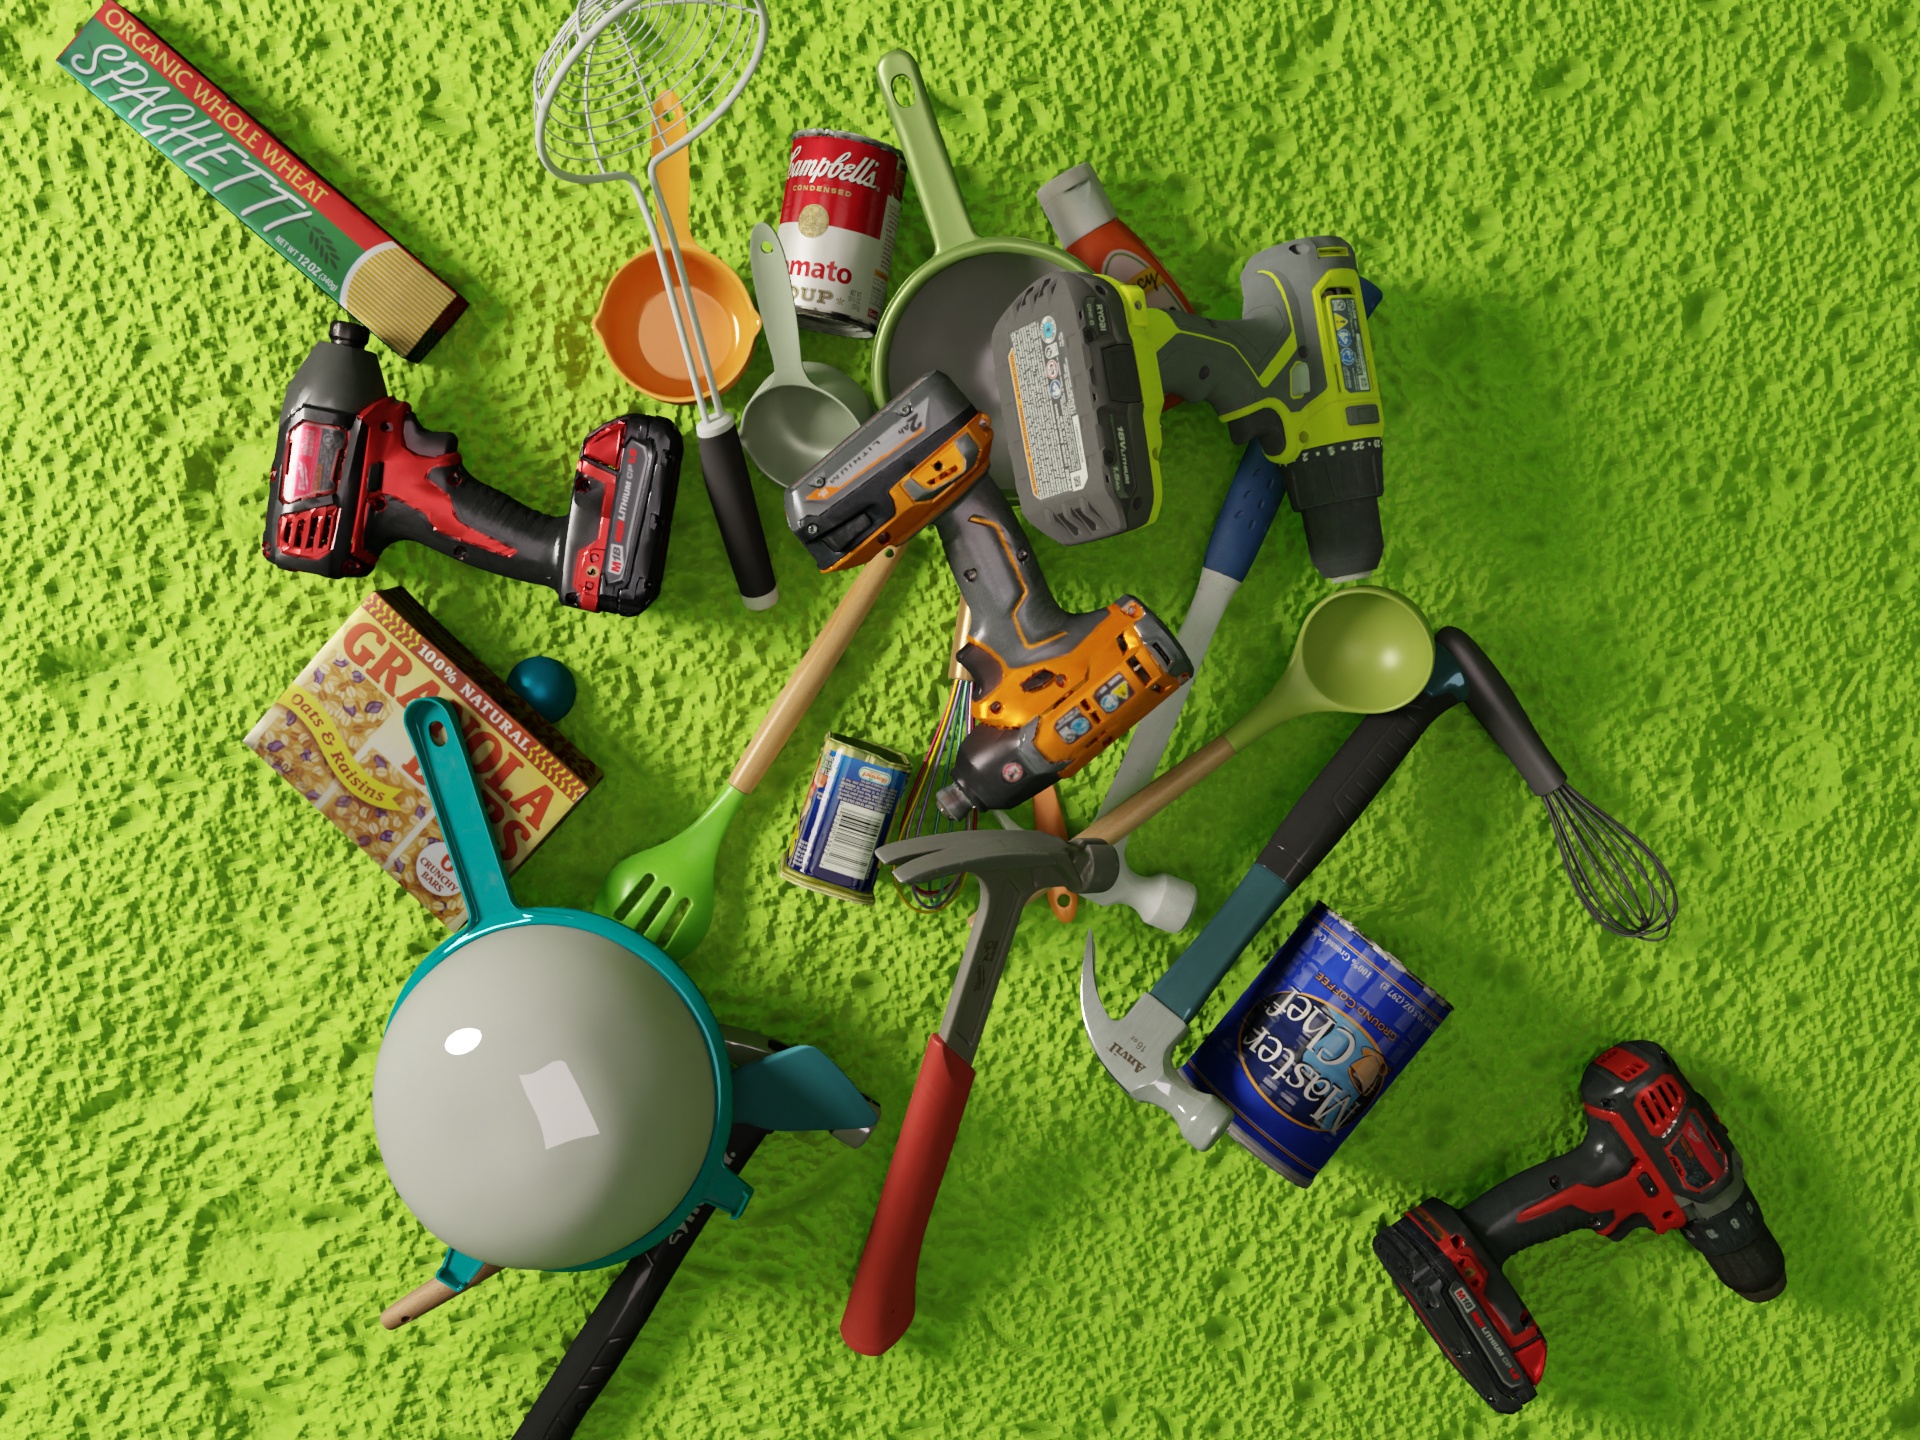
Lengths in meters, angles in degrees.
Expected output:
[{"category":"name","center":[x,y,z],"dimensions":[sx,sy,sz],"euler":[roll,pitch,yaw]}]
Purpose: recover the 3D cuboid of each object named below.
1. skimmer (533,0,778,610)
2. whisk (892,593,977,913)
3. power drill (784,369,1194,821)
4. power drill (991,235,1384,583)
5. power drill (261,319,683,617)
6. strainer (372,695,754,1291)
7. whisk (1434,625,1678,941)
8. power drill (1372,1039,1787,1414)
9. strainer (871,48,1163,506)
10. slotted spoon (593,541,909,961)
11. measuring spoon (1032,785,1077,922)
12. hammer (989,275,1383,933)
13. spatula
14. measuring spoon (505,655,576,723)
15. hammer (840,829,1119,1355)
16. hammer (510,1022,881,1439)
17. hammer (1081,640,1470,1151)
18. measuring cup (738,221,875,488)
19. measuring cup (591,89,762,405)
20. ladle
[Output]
[{"category":"skimmer","center":[-0.126,-0.198,0.823],"dimensions":[0.127,0.090,0.362],"euler":[-33,134,-26]},{"category":"whisk","center":[-0.003,-0.003,0.960],"dimensions":[0.047,0.051,0.245],"euler":[9,92,1]},{"category":"power drill","center":[0.002,-0.060,0.883],"dimensions":[0.164,0.084,0.226],"euler":[-40,103,0]},{"category":"power drill","center":[0.140,-0.160,0.861],"dimensions":[0.228,0.080,0.190],"euler":[-11,92,-32]},{"category":"power drill","center":[-0.274,-0.139,0.902],"dimensions":[0.219,0.078,0.143],"euler":[9,95,-8]},{"category":"strainer","center":[-0.256,0.153,0.865],"dimensions":[0.211,0.095,0.340],"euler":[-17,92,9]},{"category":"whisk","center":[0.368,0.040,0.990],"dimensions":[0.055,0.055,0.239],"euler":[-36,93,0]},{"category":"power drill","center":[0.400,0.335,1.007],"dimensions":[0.226,0.080,0.188],"euler":[-35,97,-3]},{"category":"strainer","center":[0.009,-0.252,0.911],"dimensions":[0.151,0.069,0.256],"euler":[-18,105,11]},{"category":"slotted spoon","center":[-0.122,0.018,0.961],"dimensions":[0.070,0.031,0.314],"euler":[33,91,-6]},{"category":"measuring spoon","center":[0.057,0.070,0.985],"dimensions":[0.021,0.011,0.117],"euler":[-11,96,-3]},{"category":"hammer","center":[0.149,-0.080,0.961],"dimensions":[0.144,0.035,0.405],"euler":[23,92,-13]},{"category":"spatula","center":[-0.204,0.280,0.934],"dimensions":[0.317,0.044,0.082],"euler":[-31,126,1]},{"category":"measuring spoon","center":[-0.272,0.021,0.951],"dimensions":[0.042,0.021,0.128],"euler":[27,93,-6]},{"category":"hammer","center":[-0.021,0.225,0.923],"dimensions":[0.149,0.037,0.359],"euler":[1,116,-35]},{"category":"hammer","center":[-0.198,0.339,0.982],"dimensions":[0.146,0.035,0.335],"euler":[33,93,-7]},{"category":"hammer","center":[0.193,0.083,0.936],"dimensions":[0.128,0.033,0.331],"euler":[37,77,21]},{"category":"measuring cup","center":[-0.091,-0.206,0.896],"dimensions":[0.083,0.038,0.167],"euler":[4,131,15]},{"category":"measuring cup","center":[-0.163,-0.268,0.918],"dimensions":[0.095,0.052,0.173],"euler":[-2,94,-4]},{"category":"ladle","center":[0.137,0.030,0.927],"dimensions":[0.320,0.062,0.078],"euler":[-35,92,-2]}]
